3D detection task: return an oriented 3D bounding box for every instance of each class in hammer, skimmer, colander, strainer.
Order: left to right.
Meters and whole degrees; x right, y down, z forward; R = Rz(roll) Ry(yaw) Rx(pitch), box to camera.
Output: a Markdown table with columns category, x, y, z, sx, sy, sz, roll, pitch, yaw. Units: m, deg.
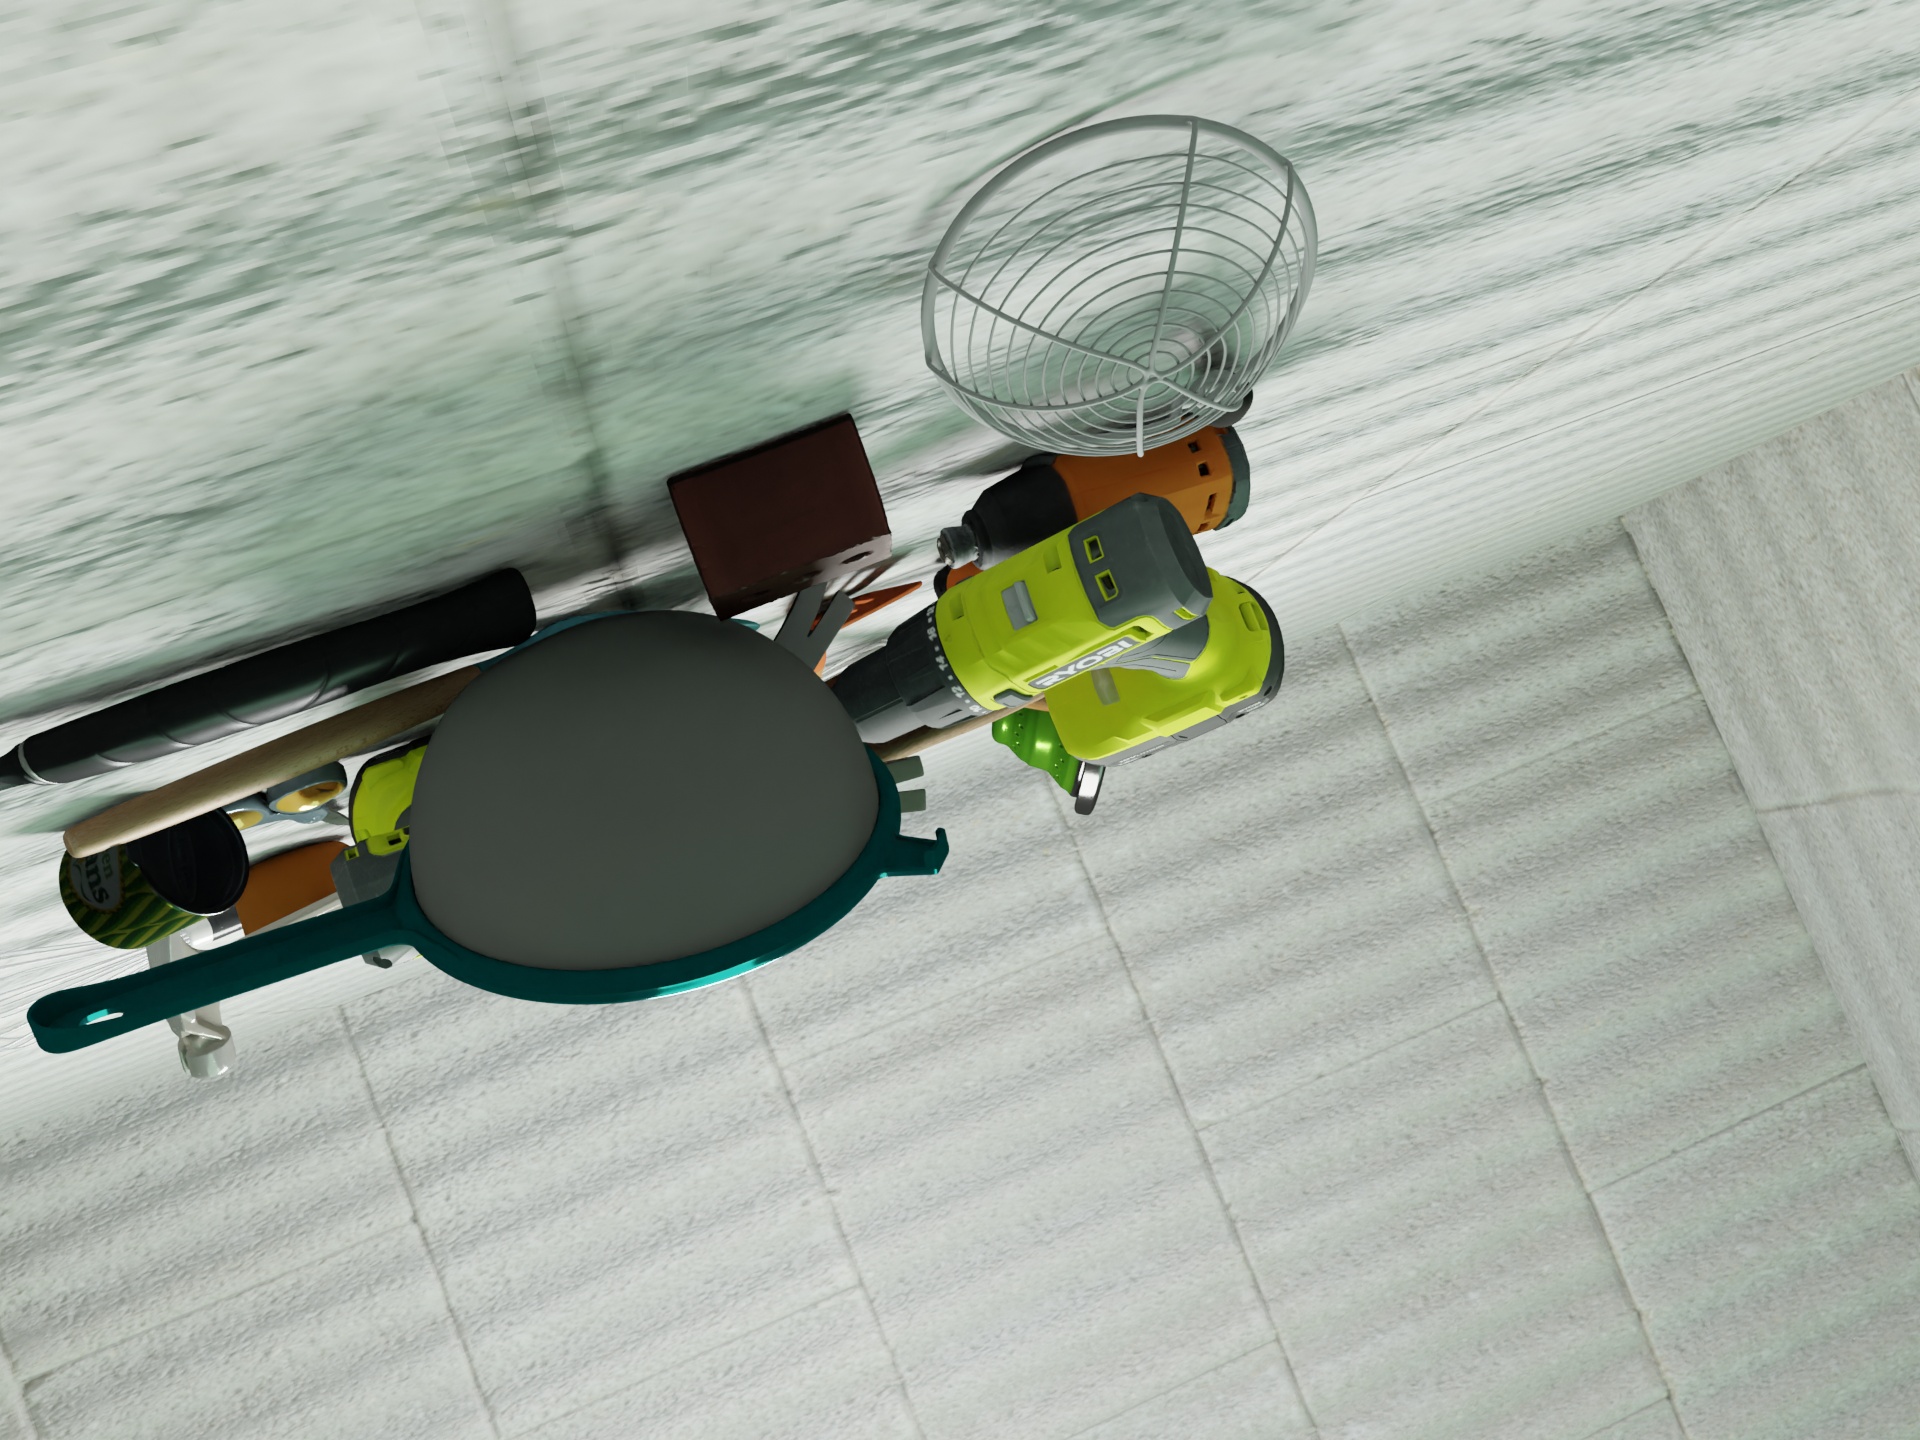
| category | x | y | z | sx | sy | sz | roll | pitch | yaw |
| --- | --- | --- | --- | --- | --- | --- | --- | --- | --- |
| hammer | -0.358 | 0.018 | 0.588 | 0.409 | 0.036 | 0.149 | -21 | 174 | -16 |
| hammer | -0.377 | 0.098 | 1.090 | 0.037 | 0.149 | 0.359 | 20 | -149 | 30 |
| strainer | -0.188 | 0.032 | 0.624 | 0.340 | 0.095 | 0.211 | -18 | -147 | -24 |
| hammer | -0.182 | 0.001 | 0.949 | 0.337 | 0.034 | 0.127 | -16 | -141 | 54 |
| hammer | -0.002 | -0.003 | 0.979 | 0.130 | 0.031 | 0.331 | 8 | -158 | 40 |
| colander | 0.075 | -0.018 | 1.223 | 0.094 | 0.204 | 0.397 | 9 | -172 | 1 |
| skimmer | 0.081 | -0.155 | 0.623 | 0.127 | 0.090 | 0.363 | -26 | -176 | 17 |

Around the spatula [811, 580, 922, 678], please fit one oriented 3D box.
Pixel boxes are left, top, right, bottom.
| category | x | y | z | sx | sy | sz | roll | pitch | yaw |
| --- | --- | --- | --- | --- | --- | --- | --- | --- | --- |
| spatula | -0.096 | -0.021 | 1.051 | 0.081 | 0.041 | 0.322 | -29 | 168 | -22 |

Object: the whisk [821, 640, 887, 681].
| category | x | y | z | sx | sy | sz | roll | pitch | yaw |
| --- | --- | --- | --- | --- | --- | --- | --- | --- | --- |
| whisk | -0.138 | -0.010 | 1.183 | 0.246 | 0.058 | 0.059 | -18 | 140 | -9 |

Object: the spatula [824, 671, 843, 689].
| category | x | y | z | sx | sy | sz | roll | pitch | yaw |
| --- | --- | --- | --- | --- | --- | --- | --- | --- | --- |
| spatula | -0.033 | -0.042 | 1.013 | 0.316 | 0.018 | 0.059 | -28 | 158 | -19 |

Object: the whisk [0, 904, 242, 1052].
| category | x | y | z | sx | sy | sz | roll | pitch | yaw |
| --- | --- | --- | --- | --- | --- | --- | --- | --- | --- |
| whisk | -0.564 | 0.160 | 1.107 | 0.070 | 0.070 | 0.284 | -27 | 177 | 44 |

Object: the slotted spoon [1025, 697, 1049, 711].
| category | x | y | z | sx | sy | sz | roll | pitch | yaw |
| --- | --- | --- | --- | --- | --- | --- | --- | --- | --- |
| slotted spoon | 0.022 | -0.023 | 1.184 | 0.070 | 0.031 | 0.314 | -26 | -165 | -20 |

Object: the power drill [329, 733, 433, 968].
| category | x | y | z | sx | sy | sz | roll | pitch | yaw |
| --- | --- | --- | --- | --- | --- | --- | --- | --- | --- |
| power drill | -0.230 | 0.050 | 0.814 | 0.171 | 0.080 | 0.223 | -20 | -166 | -20 |

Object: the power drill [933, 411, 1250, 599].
| category | x | y | z | sx | sy | sz | roll | pitch | yaw |
| --- | --- | --- | --- | --- | --- | --- | --- | --- | --- |
| power drill | 0.051 | -0.091 | 0.894 | 0.164 | 0.084 | 0.226 | -18 | 171 | -14 |

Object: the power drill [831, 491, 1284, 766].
| category | x | y | z | sx | sy | sz | roll | pitch | yaw |
| --- | --- | --- | --- | --- | --- | --- | --- | --- | --- |
| power drill | 0.058 | -0.032 | 0.814 | 0.190 | 0.080 | 0.228 | -26 | 163 | 23 |

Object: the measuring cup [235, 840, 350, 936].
| category | x | y | z | sx | sy | sz | roll | pitch | yaw |
| --- | --- | --- | --- | --- | --- | --- | --- | --- | --- |
| measuring cup | -0.427 | 0.107 | 1.132 | 0.173 | 0.052 | 0.095 | -20 | 175 | -36 |

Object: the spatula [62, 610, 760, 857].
| category | x | y | z | sx | sy | sz | roll | pitch | yaw |
| --- | --- | --- | --- | --- | --- | --- | --- | --- | --- |
| spatula | -0.234 | 0.000 | 0.717 | 0.317 | 0.044 | 0.082 | -28 | -176 | -41 |
